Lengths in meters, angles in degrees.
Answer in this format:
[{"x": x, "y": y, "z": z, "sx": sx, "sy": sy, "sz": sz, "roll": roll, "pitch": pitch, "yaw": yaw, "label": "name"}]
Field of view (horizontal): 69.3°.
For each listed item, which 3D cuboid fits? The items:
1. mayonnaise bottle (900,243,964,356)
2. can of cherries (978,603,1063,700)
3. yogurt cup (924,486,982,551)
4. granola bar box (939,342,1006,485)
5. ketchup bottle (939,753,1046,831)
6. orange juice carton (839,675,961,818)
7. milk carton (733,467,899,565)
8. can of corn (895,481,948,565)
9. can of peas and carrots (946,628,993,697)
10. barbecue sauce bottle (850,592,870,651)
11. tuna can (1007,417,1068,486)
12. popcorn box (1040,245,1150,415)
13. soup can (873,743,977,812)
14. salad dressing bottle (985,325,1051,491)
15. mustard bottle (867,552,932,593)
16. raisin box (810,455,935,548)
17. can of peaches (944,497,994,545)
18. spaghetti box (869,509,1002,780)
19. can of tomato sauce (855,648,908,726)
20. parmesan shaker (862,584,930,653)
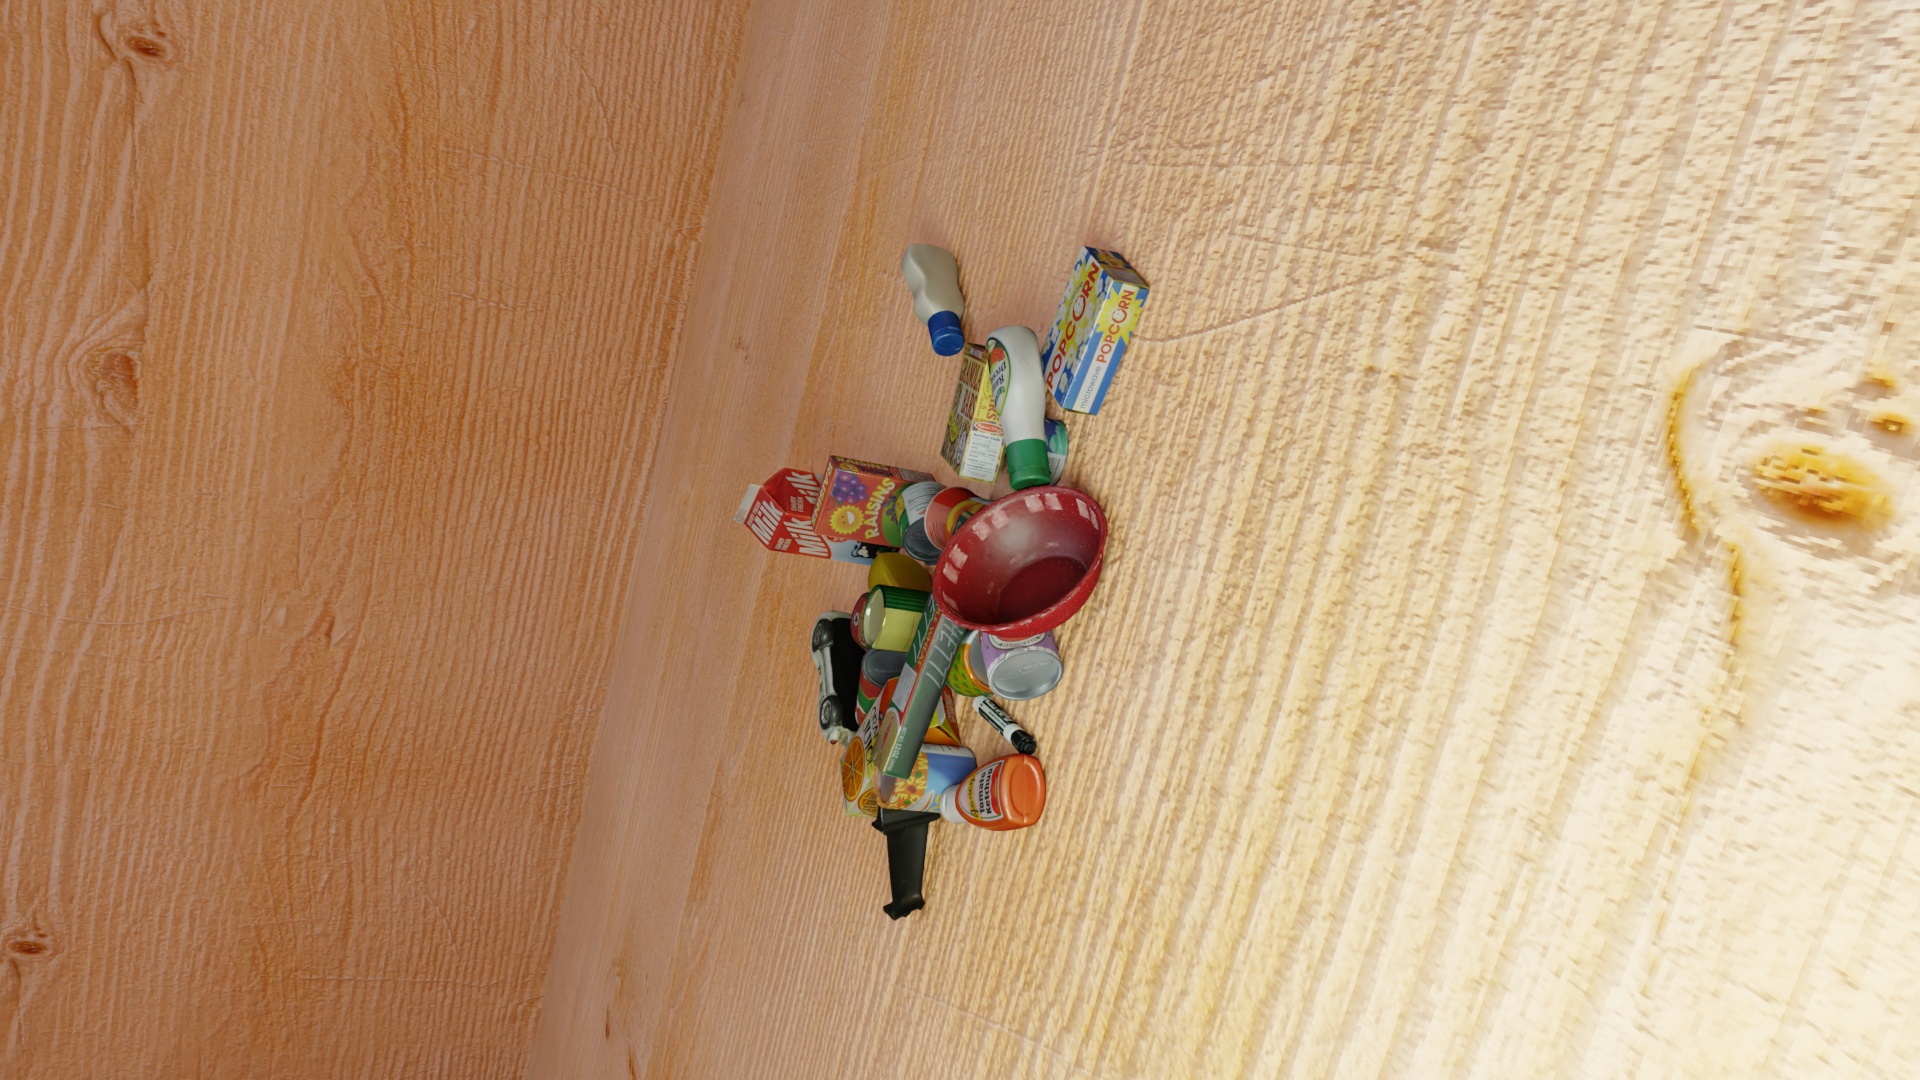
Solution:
[{"x": -0.026, "y": -0.273, "z": 1.573, "sx": 0.041, "sy": 0.065, "sz": 0.149, "roll": -56, "pitch": 36, "yaw": 43, "label": "mayonnaise bottle"}, {"x": 0.052, "y": 0.096, "z": 1.216, "sx": 0.059, "sy": 0.071, "sz": 0.071, "roll": -103, "pitch": 31, "yaw": -45, "label": "can of cherries"}, {"x": 0.005, "y": -0.017, "z": 1.387, "sx": 0.054, "sy": 0.072, "sz": 0.072, "roll": 18, "pitch": 98, "yaw": 59, "label": "yogurt cup"}, {"x": 0.021, "y": -0.129, "z": 1.380, "sx": 0.166, "sy": 0.039, "sz": 0.124, "roll": -124, "pitch": 47, "yaw": -77, "label": "granola bar box"}, {"x": 0.026, "y": 0.232, "z": 1.255, "sx": 0.148, "sy": 0.043, "sz": 0.065, "roll": 147, "pitch": 129, "yaw": -62, "label": "ketchup bottle"}, {"x": -0.057, "y": 0.207, "z": 1.427, "sx": 0.072, "sy": 0.073, "sz": 0.191, "roll": -101, "pitch": 30, "yaw": -41, "label": "orange juice carton"}, {"x": -0.165, "y": -0.029, "z": 1.630, "sx": 0.072, "sy": 0.191, "sz": 0.074, "roll": 123, "pitch": 149, "yaw": -44, "label": "milk carton"}, {"x": -0.033, "y": -0.019, "z": 1.475, "sx": 0.058, "sy": 0.071, "sz": 0.070, "roll": -106, "pitch": 33, "yaw": -47, "label": "can of corn"}, {"x": 0.023, "y": 0.113, "z": 1.287, "sx": 0.058, "sy": 0.071, "sz": 0.071, "roll": 158, "pitch": 119, "yaw": -64, "label": "can of peas and carrots"}, {"x": -0.083, "y": 0.105, "z": 1.573, "sx": 0.149, "sy": 0.044, "sz": 0.064, "roll": -149, "pitch": 72, "yaw": -66, "label": "barbecue sauce bottle"}, {"x": 0.071, "y": -0.085, "z": 1.293, "sx": 0.071, "sy": 0.033, "sz": 0.071, "roll": -170, "pitch": 89, "yaw": -67, "label": "tuna can"}, {"x": 0.114, "y": -0.185, "z": 1.223, "sx": 0.085, "sy": 0.038, "sz": 0.126, "roll": -114, "pitch": 39, "yaw": -56, "label": "popcorn box"}, {"x": -0.035, "y": 0.233, "z": 1.349, "sx": 0.071, "sy": 0.084, "sz": 0.071, "roll": -170, "pitch": 89, "yaw": -68, "label": "soup can"}, {"x": 0.054, "y": -0.118, "z": 1.245, "sx": 0.064, "sy": 0.044, "sz": 0.148, "roll": 132, "pitch": 134, "yaw": -63, "label": "salad dressing bottle"}, {"x": -0.054, "y": 0.076, "z": 1.490, "sx": 0.048, "sy": 0.065, "sz": 0.161, "roll": -63, "pitch": 31, "yaw": 27, "label": "mustard bottle"}, {"x": -0.098, "y": -0.041, "z": 1.563, "sx": 0.040, "sy": 0.123, "sz": 0.085, "roll": -118, "pitch": 43, "yaw": -57, "label": "raisin box"}, {"x": 0.022, "y": -0.004, "z": 1.330, "sx": 0.058, "sy": 0.071, "sz": 0.071, "roll": -157, "pitch": 77, "yaw": -68, "label": "can of peaches"}, {"x": -0.023, "y": 0.095, "z": 1.274, "sx": 0.249, "sy": 0.029, "sz": 0.050, "roll": -69, "pitch": 21, "yaw": 4, "label": "spaghetti box"}, {"x": -0.076, "y": 0.162, "z": 1.481, "sx": 0.071, "sy": 0.071, "sz": 0.082, "roll": -104, "pitch": 18, "yaw": -45, "label": "can of tomato sauce"}, {"x": -0.039, "y": 0.080, "z": 1.397, "sx": 0.071, "sy": 0.103, "sz": 0.071, "roll": -169, "pitch": 89, "yaw": -68, "label": "parmesan shaker"}]
